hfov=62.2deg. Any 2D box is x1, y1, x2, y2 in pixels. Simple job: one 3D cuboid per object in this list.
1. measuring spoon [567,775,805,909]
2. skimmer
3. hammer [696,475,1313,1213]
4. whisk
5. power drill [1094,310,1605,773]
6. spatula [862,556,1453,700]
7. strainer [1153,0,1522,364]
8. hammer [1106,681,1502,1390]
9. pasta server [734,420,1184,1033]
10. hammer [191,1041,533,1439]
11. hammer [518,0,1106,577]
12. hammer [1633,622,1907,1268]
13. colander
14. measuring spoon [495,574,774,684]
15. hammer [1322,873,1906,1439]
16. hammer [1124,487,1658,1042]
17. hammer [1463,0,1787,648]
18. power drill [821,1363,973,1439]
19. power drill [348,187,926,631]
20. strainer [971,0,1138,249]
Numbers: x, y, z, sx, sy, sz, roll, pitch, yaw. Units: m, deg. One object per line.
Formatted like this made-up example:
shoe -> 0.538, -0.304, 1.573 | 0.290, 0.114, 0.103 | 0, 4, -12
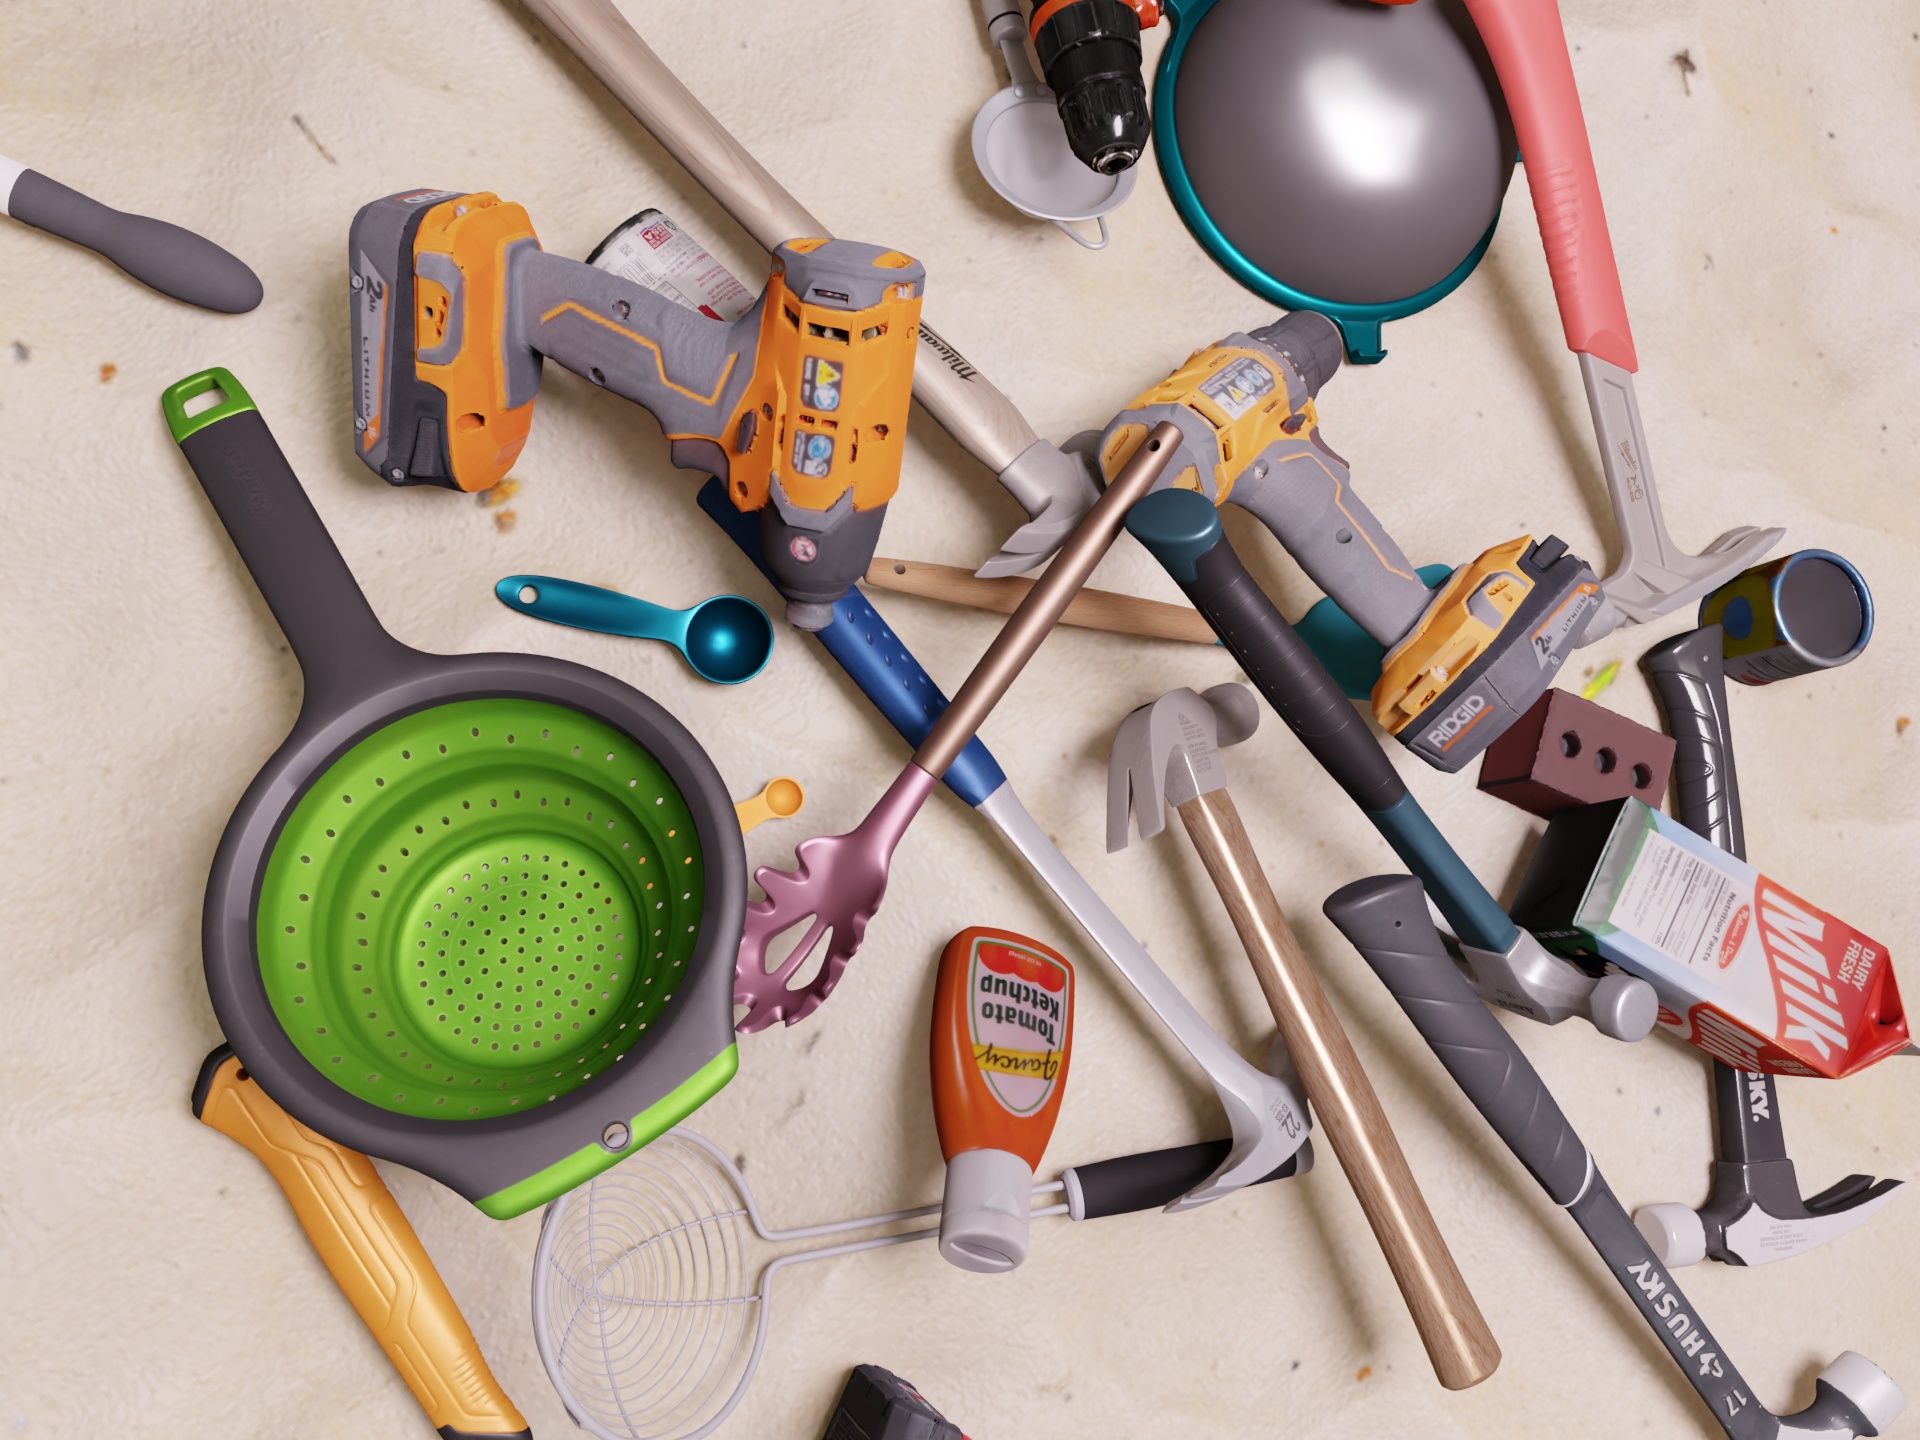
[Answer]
measuring spoon -> -0.125, 0.057, 0.726 | 0.117, 0.011, 0.021 | -26, 89, -14
skimmer -> 0.001, 0.219, 0.690 | 0.363, 0.090, 0.127 | -6, 76, -16
hammer -> 0.019, 0.044, 0.729 | 0.405, 0.035, 0.144 | 50, 37, 2
whisk -> -0.436, -0.240, 0.668 | 0.284, 0.070, 0.070 | 23, 76, -16
power drill -> 0.195, -0.103, 0.770 | 0.226, 0.084, 0.185 | 42, 48, 7
spatula -> 0.107, -0.055, 0.775 | 0.317, 0.044, 0.082 | 7, 65, -21
strainer -> 0.168, -0.366, 0.826 | 0.340, 0.095, 0.211 | 42, 74, -7
hammer -> 0.157, 0.139, 0.722 | 0.130, 0.031, 0.331 | -12, 75, -51
pasta server -> -0.001, -0.002, 0.675 | 0.060, 0.040, 0.316 | 35, 85, 19
hammer -> -0.202, 0.269, 0.658 | 0.127, 0.034, 0.337 | -33, 91, -17
hammer -> -0.090, -0.232, 0.735 | 0.410, 0.038, 0.146 | 45, 33, 0
hammer -> 0.413, 0.113, 0.848 | 0.146, 0.035, 0.335 | -1, 81, -15
colander -> -0.232, 0.018, 0.672 | 0.204, 0.094, 0.397 | -30, 72, -16
measuring spoon -> -0.149, -0.045, 0.734 | 0.128, 0.021, 0.042 | 13, 79, -4
hammer -> 0.296, 0.234, 0.758 | 0.149, 0.036, 0.408 | -39, 102, -7
hammer -> 0.185, 0.024, 0.721 | 0.033, 0.128, 0.330 | -49, 113, -17
hammer -> 0.331, -0.225, 0.821 | 0.149, 0.037, 0.359 | -26, 108, -16
power drill -> 0.047, 0.355, 0.656 | 0.219, 0.143, 0.078 | 28, 73, -7
power drill -> -0.134, -0.130, 0.670 | 0.226, 0.084, 0.164 | 12, 116, 7
strainer -> 0.027, -0.345, 0.814 | 0.087, 0.050, 0.258 | -12, 79, -19
